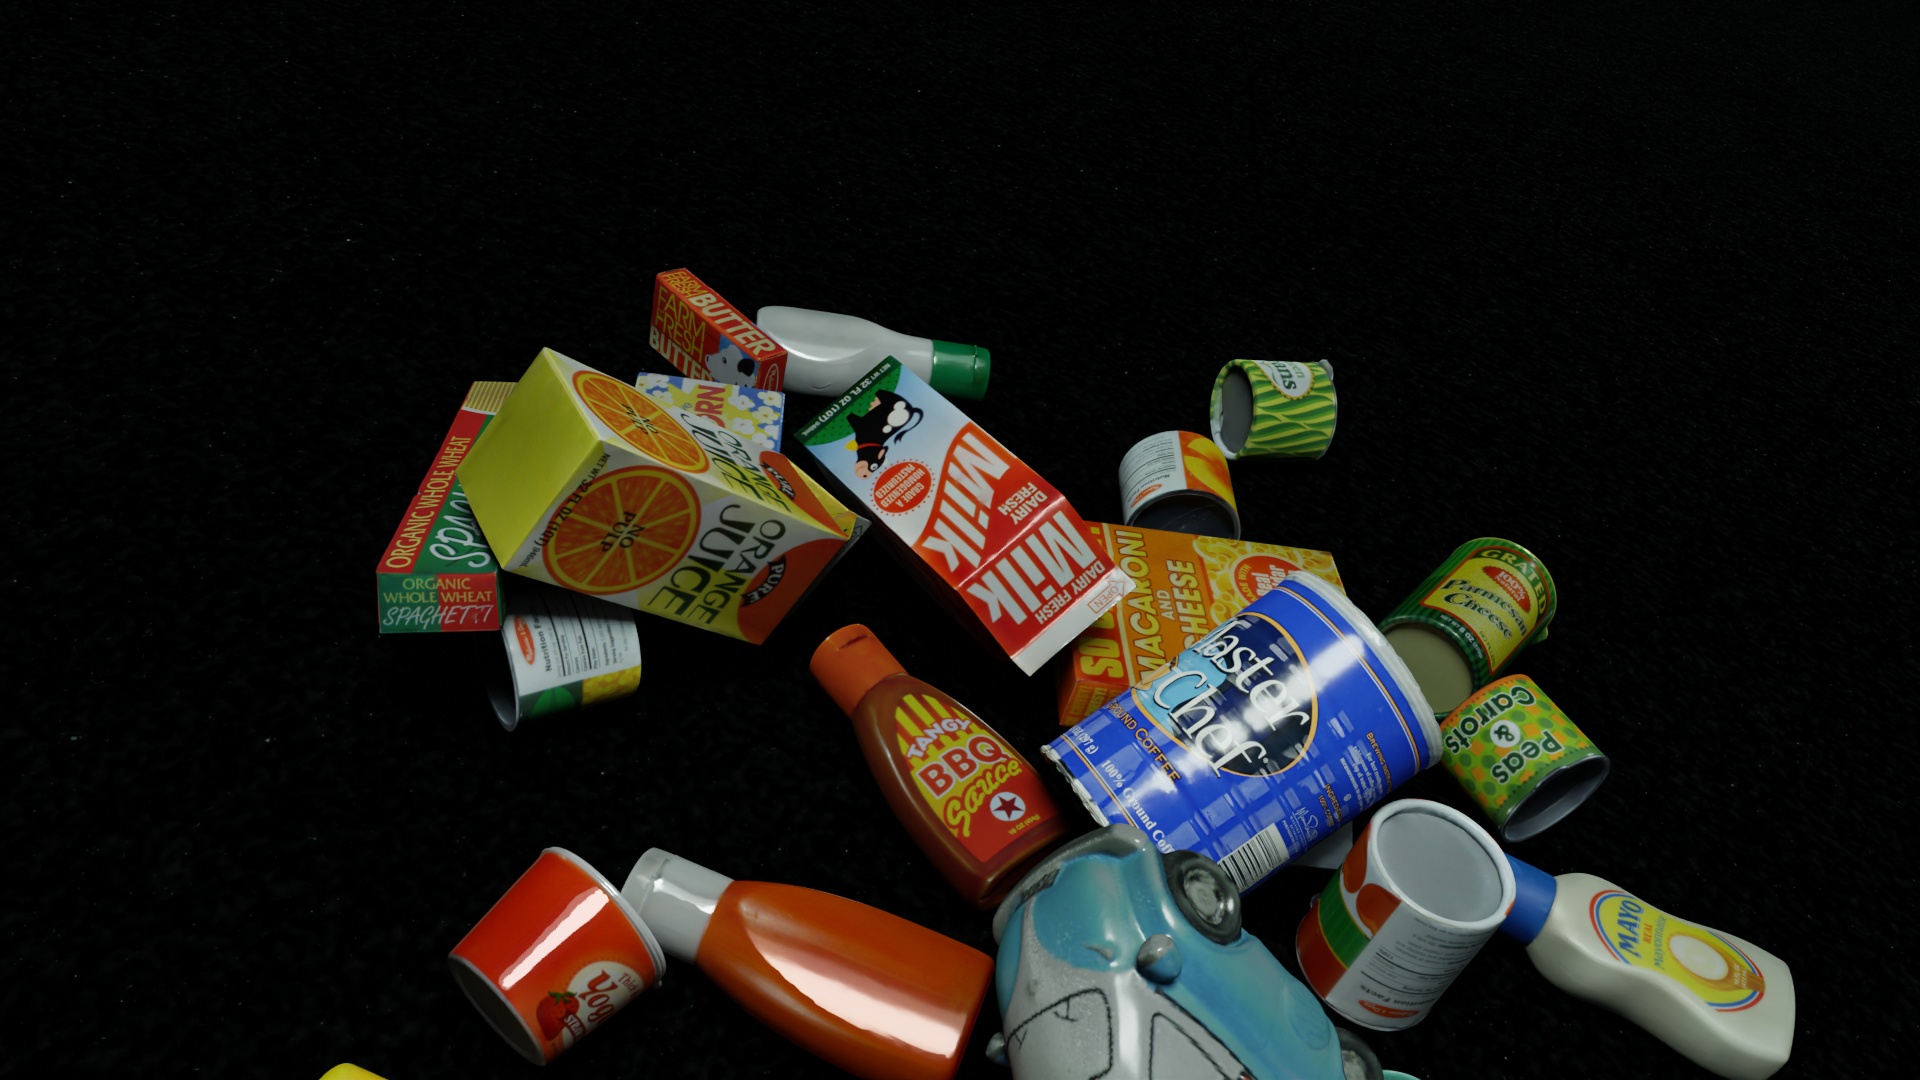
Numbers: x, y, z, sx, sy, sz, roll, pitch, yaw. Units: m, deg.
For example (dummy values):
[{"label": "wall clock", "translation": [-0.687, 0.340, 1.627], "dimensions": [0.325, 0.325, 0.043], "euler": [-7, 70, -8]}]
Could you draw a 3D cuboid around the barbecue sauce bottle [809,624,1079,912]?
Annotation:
[{"label": "barbecue sauce bottle", "translation": [-0.015, 0.100, 0.646], "dimensions": [0.065, 0.043, 0.149], "euler": [-24, 54, -32]}]

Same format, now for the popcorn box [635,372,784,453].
[{"label": "popcorn box", "translation": [-0.144, -0.038, 0.764], "dimensions": [0.085, 0.038, 0.127], "euler": [8, 41, -10]}]

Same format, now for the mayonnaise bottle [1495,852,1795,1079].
[{"label": "mayonnaise bottle", "translation": [0.304, 0.190, 0.645], "dimensions": [0.148, 0.041, 0.065], "euler": [26, 43, 11]}]

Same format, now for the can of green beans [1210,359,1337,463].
[{"label": "can of green beans", "translation": [0.202, -0.084, 0.902], "dimensions": [0.058, 0.070, 0.071], "euler": [0, 43, -16]}]

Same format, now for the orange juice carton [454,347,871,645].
[{"label": "orange juice carton", "translation": [-0.124, -0.010, 0.642], "dimensions": [0.192, 0.071, 0.073], "euler": [24, 20, -49]}]

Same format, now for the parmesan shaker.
[{"label": "parmesan shaker", "translation": [0.283, 0.051, 0.777], "dimensions": [0.071, 0.071, 0.103], "euler": [37, 45, 23]}]

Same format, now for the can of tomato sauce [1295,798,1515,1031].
[{"label": "can of tomato sauce", "translation": [0.193, 0.162, 0.610], "dimensions": [0.071, 0.082, 0.071], "euler": [9, 41, -8]}]

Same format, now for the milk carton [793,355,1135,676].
[{"label": "milk carton", "translation": [0.003, -0.009, 0.718], "dimensions": [0.072, 0.073, 0.191], "euler": [-40, 52, -9]}]

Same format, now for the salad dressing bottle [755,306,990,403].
[{"label": "salad dressing bottle", "translation": [-0.056, -0.113, 0.874], "dimensions": [0.148, 0.043, 0.064], "euler": [7, 39, -12]}]

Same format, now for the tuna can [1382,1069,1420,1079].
[{"label": "tuna can", "translation": [0.168, 0.245, 0.548], "dimensions": [0.071, 0.032, 0.071], "euler": [9, 41, -8]}]

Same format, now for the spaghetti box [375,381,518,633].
[{"label": "spaghetti box", "translation": [-0.230, -0.025, 0.672], "dimensions": [0.050, 0.028, 0.251], "euler": [0, 24, -10]}]

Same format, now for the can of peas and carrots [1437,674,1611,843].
[{"label": "can of peas and carrots", "translation": [0.282, 0.110, 0.707], "dimensions": [0.071, 0.070, 0.059], "euler": [-10, 46, -27]}]

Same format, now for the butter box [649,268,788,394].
[{"label": "butter box", "translation": [-0.148, -0.117, 0.841], "dimensions": [0.024, 0.052, 0.104], "euler": [-26, 55, -40]}]

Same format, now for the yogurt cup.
[{"label": "yogurt cup", "translation": [-0.154, 0.158, 0.523], "dimensions": [0.072, 0.072, 0.054], "euler": [34, 52, 20]}]

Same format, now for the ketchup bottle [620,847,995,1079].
[{"label": "ketchup bottle", "translation": [-0.064, 0.167, 0.555], "dimensions": [0.149, 0.043, 0.065], "euler": [21, 35, 7]}]

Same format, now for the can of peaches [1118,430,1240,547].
[{"label": "can of peaches", "translation": [0.128, -0.020, 0.810], "dimensions": [0.071, 0.070, 0.058], "euler": [9, 41, -7]}]

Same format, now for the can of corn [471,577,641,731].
[{"label": "can of corn", "translation": [-0.186, 0.048, 0.637], "dimensions": [0.058, 0.070, 0.071], "euler": [-14, 49, -31]}]

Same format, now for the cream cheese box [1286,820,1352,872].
[{"label": "cream cheese box", "translation": [0.162, 0.107, 0.674], "dimensions": [0.053, 0.024, 0.104], "euler": [9, 71, -11]}]

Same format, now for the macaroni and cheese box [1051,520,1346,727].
[{"label": "macaroni and cheese box", "translation": [0.130, 0.051, 0.748], "dimensions": [0.167, 0.040, 0.124], "euler": [7, 42, -10]}]
